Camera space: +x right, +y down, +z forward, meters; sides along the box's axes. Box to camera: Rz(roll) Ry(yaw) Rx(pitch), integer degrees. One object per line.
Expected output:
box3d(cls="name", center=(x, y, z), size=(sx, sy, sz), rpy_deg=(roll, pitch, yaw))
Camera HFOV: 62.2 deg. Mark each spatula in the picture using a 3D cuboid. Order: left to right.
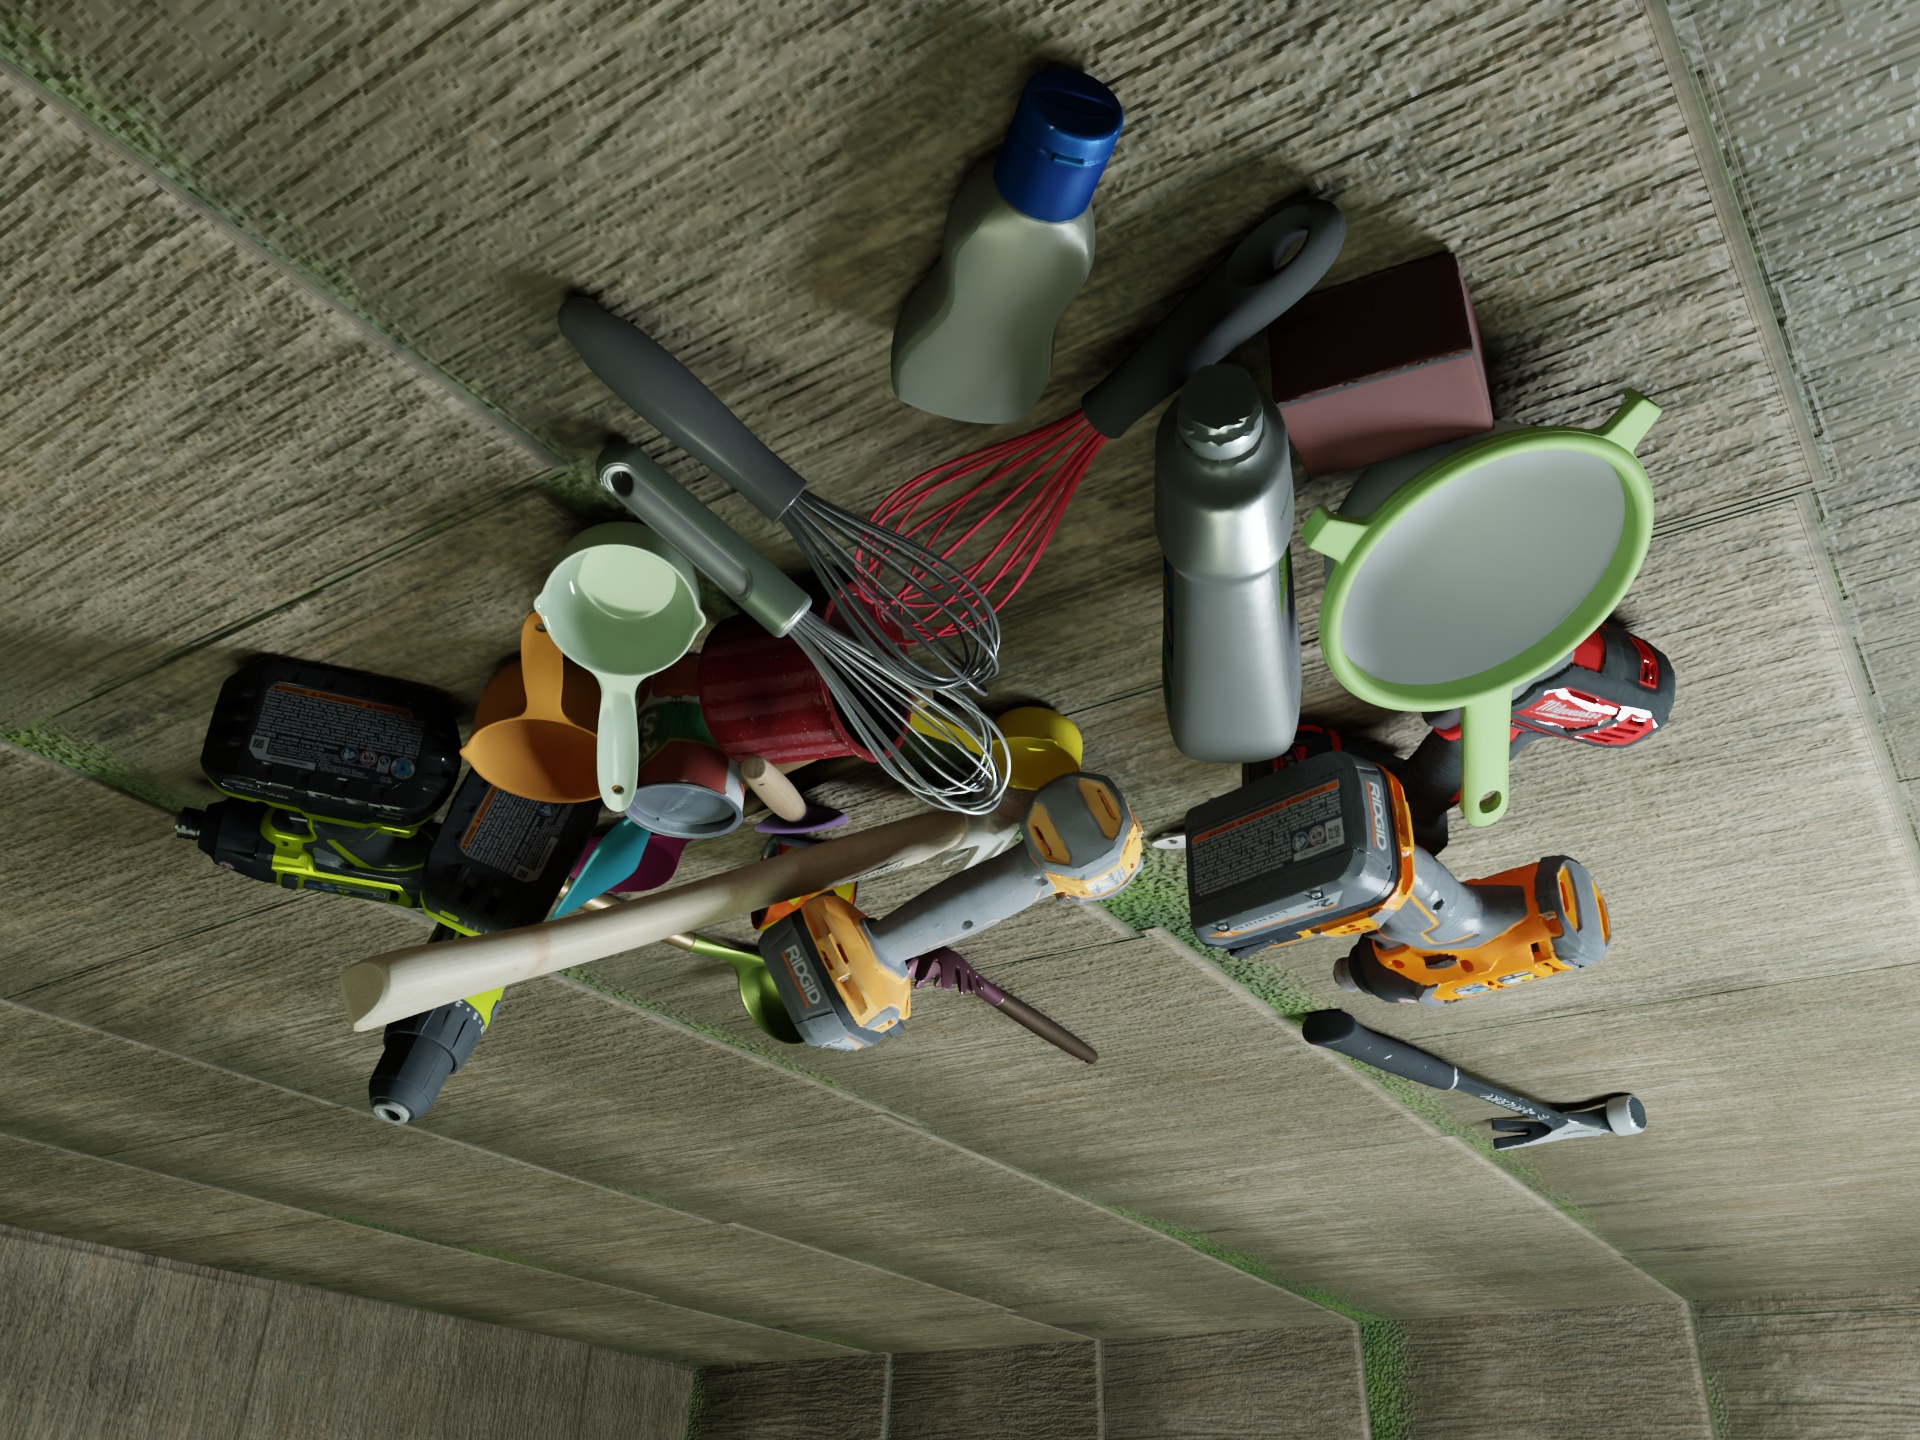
box3d(cls="spatula", center=(-0.134, 0.047, 0.964), size=(0.317, 0.044, 0.082), rpy_deg=(-24, -176, 33))
box3d(cls="spatula", center=(-0.101, 0.048, 0.912), size=(0.060, 0.018, 0.316), rpy_deg=(-9, 171, -2))

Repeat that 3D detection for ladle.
box3d(cls="ladle", center=(-0.228, 0.169, 1.201), size=(0.078, 0.062, 0.319), rpy_deg=(-23, 139, 39))

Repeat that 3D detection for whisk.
box3d(cls="whisk", center=(-0.074, -0.092, 0.668), size=(0.239, 0.055, 0.055), rpy_deg=(41, 139, -11))
box3d(cls="whisk", center=(-0.072, -0.042, 0.742), size=(0.246, 0.059, 0.057), rpy_deg=(41, 125, -8))
box3d(cls="whisk", center=(0.047, -0.119, 0.676), size=(0.073, 0.073, 0.296), rpy_deg=(23, 139, -31))

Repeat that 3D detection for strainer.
box3d(cls="strainer", center=(0.230, -0.047, 0.735), size=(0.151, 0.069, 0.256), rpy_deg=(-21, 138, 1))

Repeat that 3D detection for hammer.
box3d(cls="hammer", center=(-0.147, 0.109, 0.931), size=(0.410, 0.038, 0.146), rpy_deg=(-14, 158, -28))
box3d(cls="hammer", center=(0.454, 0.331, 1.455), size=(0.408, 0.036, 0.149), rpy_deg=(25, 144, -33))

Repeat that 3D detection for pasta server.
box3d(cls="pasta server", center=(0.041, 0.247, 1.335), size=(0.060, 0.040, 0.315), rpy_deg=(-2, 153, 32))

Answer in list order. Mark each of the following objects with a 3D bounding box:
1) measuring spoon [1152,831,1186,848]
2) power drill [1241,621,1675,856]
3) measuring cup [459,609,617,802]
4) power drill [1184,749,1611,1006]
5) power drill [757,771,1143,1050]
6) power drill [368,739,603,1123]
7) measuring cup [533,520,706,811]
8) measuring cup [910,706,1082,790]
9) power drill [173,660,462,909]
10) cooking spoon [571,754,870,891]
box3d(cls="measuring spoon", center=(0.176, 0.066, 1.037), size=(0.124, 0.018, 0.034), rpy_deg=(-15, 147, 40))
box3d(cls="power drill", center=(0.256, 0.008, 0.866), size=(0.143, 0.079, 0.219), rpy_deg=(16, 145, -23))
box3d(cls="measuring cup", center=(-0.225, -0.021, 0.874), size=(0.095, 0.052, 0.173), rpy_deg=(7, 143, -8))
box3d(cls="power drill", center=(0.225, 0.102, 0.870), size=(0.226, 0.084, 0.164), rpy_deg=(23, 144, -35))
box3d(cls="power drill", center=(0.009, 0.116, 0.965), size=(0.226, 0.084, 0.185), rpy_deg=(-29, 163, 2))
box3d(cls="power drill", center=(-0.301, 0.130, 0.992), size=(0.080, 0.191, 0.228), rpy_deg=(25, 136, -9))
box3d(cls="measuring cup", center=(-0.173, -0.027, 0.814), size=(0.083, 0.038, 0.167), rpy_deg=(5, 127, -7))
box3d(cls="measuring cup", center=(-0.001, -0.003, 0.922), size=(0.156, 0.029, 0.062), rpy_deg=(22, 146, -9))
box3d(cls="power drill", center=(-0.398, 0.051, 0.986), size=(0.171, 0.080, 0.223), rpy_deg=(13, 152, -18))
box3d(cls="cooking spoon", center=(-0.159, 0.063, 1.044), size=(0.319, 0.017, 0.068), rpy_deg=(-23, 131, 37))
